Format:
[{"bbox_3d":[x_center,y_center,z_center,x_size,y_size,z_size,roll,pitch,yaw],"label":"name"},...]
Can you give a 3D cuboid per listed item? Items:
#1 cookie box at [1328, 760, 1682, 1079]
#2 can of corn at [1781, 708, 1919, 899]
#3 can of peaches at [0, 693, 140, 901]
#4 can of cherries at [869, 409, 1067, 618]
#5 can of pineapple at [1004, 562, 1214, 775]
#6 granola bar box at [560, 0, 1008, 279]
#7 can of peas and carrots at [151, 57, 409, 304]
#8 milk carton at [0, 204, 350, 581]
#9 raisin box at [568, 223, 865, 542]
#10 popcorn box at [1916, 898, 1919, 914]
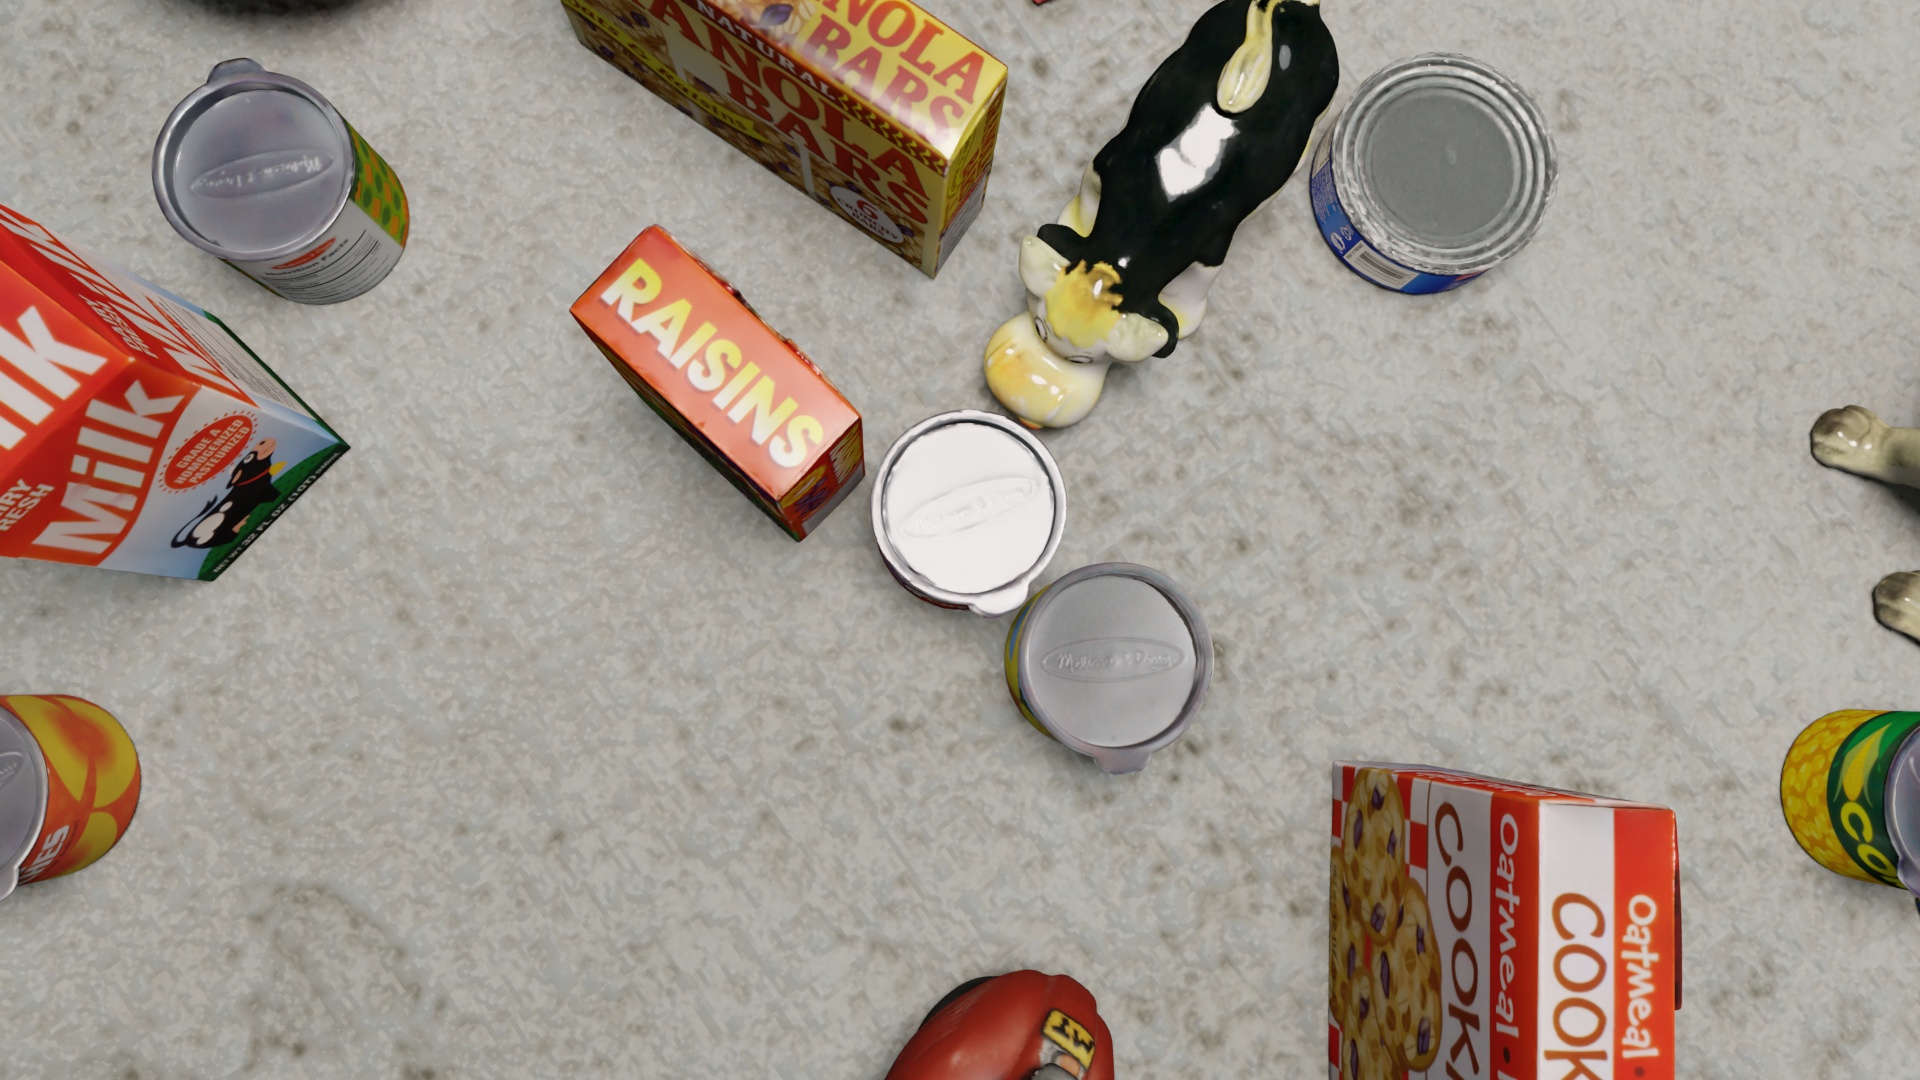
[{"bbox_3d":[0.160,0.135,0.430,0.040,0.167,0.123,3,84,-3],"label":"cookie box"},{"bbox_3d":[0.343,0.095,0.500,0.071,0.058,0.071,0,84,-3],"label":"can of corn"},{"bbox_3d":[-0.321,0.086,0.463,0.071,0.058,0.071,0,84,-3],"label":"can of peaches"},{"bbox_3d":[0.002,-0.006,0.492,0.071,0.058,0.071,0,84,-3],"label":"can of cherries"},{"bbox_3d":[0.050,0.044,0.489,0.071,0.058,0.071,0,84,-3],"label":"can of pineapple"},{"bbox_3d":[-0.064,-0.166,0.473,0.165,0.124,0.039,34,84,1],"label":"granola bar box"},{"bbox_3d":[-0.238,-0.125,0.491,0.071,0.058,0.071,0,84,-3],"label":"can of peas and carrots"},{"bbox_3d":[-0.268,-0.042,0.414,0.073,0.190,0.072,44,84,2],"label":"milk carton"},{"bbox_3d":[-0.074,-0.046,0.459,0.086,0.123,0.040,43,84,2],"label":"raisin box"},{"bbox_3d":[0.401,0.182,0.480,0.038,0.085,0.126,-21,85,-5],"label":"popcorn box"}]
